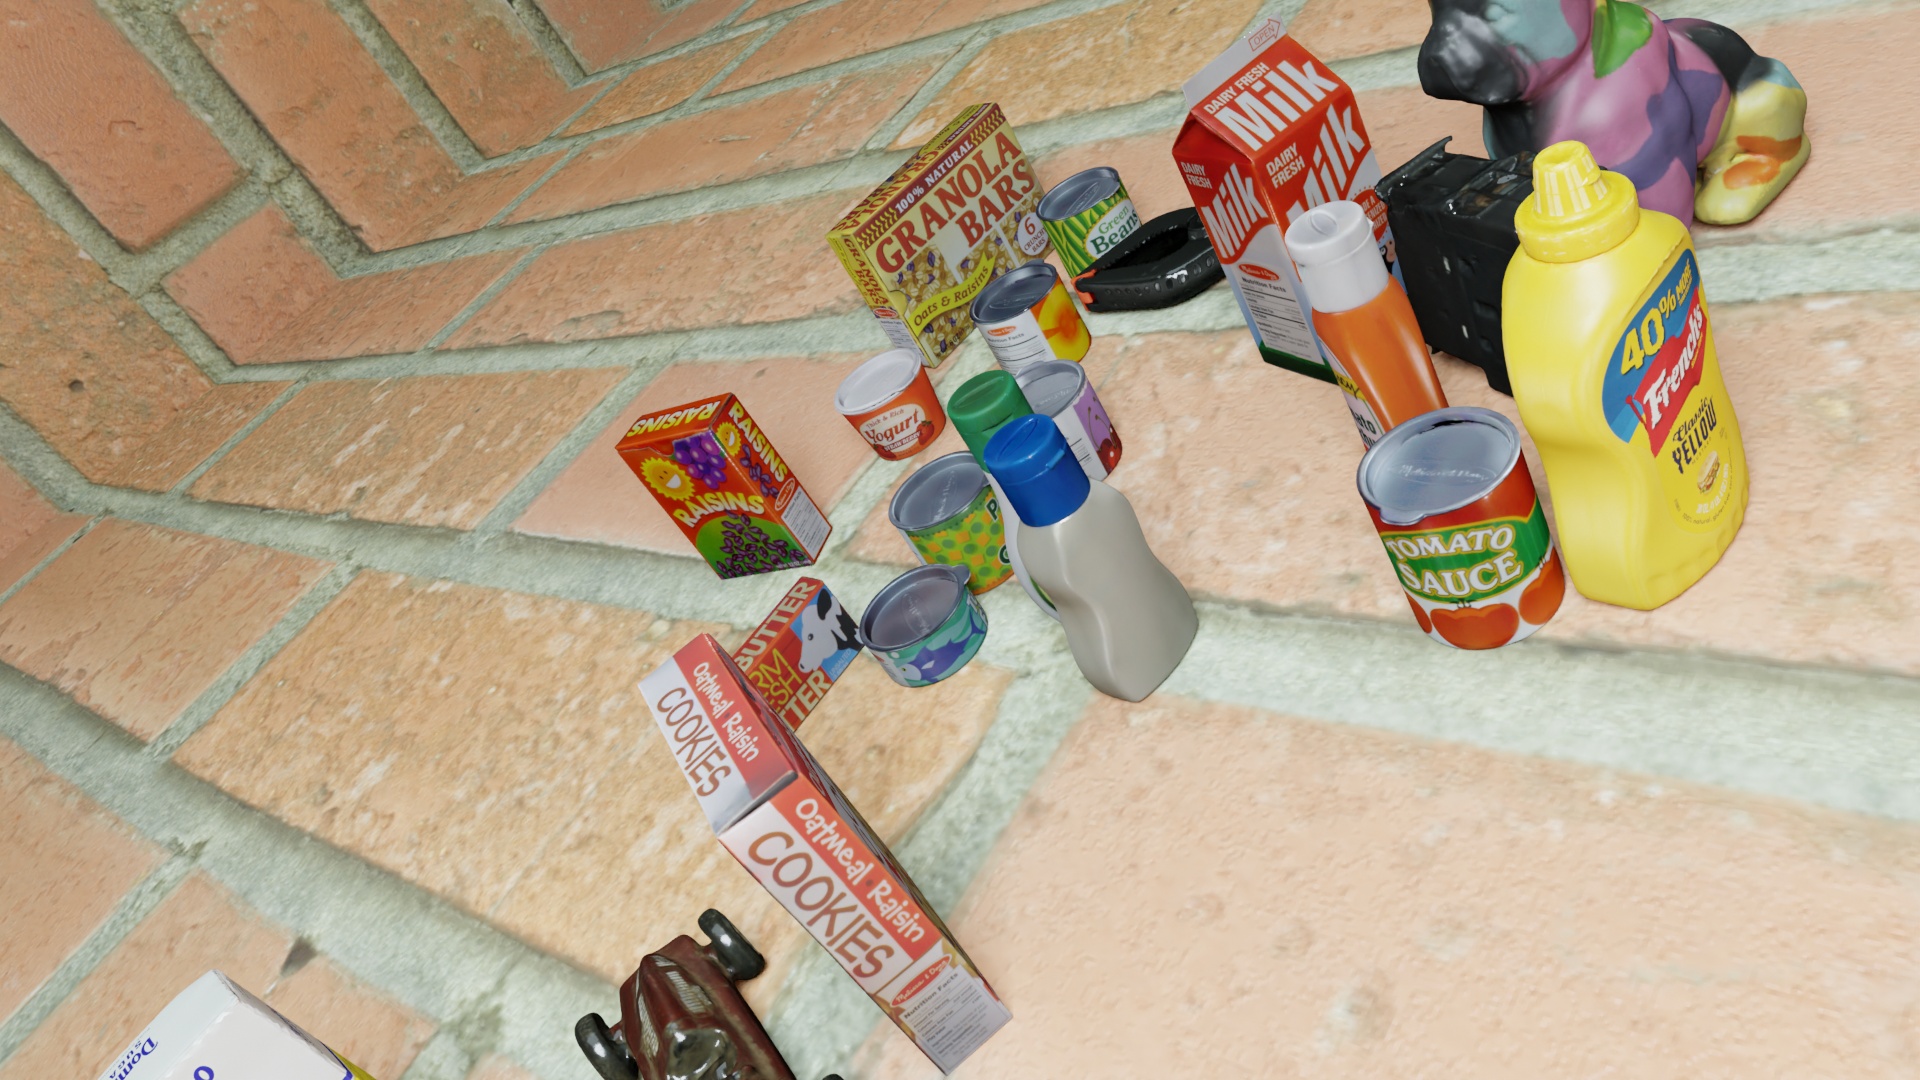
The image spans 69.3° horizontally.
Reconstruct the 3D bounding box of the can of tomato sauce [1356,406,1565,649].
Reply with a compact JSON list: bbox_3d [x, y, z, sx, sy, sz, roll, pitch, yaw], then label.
[{"bbox_3d":[0.213,-0.003,0.589,0.071,0.083,0.071,-23,34,16],"label":"can of tomato sauce"}]

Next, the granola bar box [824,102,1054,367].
[{"bbox_3d":[-0.006,-0.229,1.044,0.166,0.123,0.039,-48,35,-21],"label":"granola bar box"}]

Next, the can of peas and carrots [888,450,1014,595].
[{"bbox_3d":[0.003,-0.010,0.805,0.071,0.058,0.071,-23,34,16],"label":"can of peas and carrots"}]

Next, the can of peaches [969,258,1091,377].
[{"bbox_3d":[0.050,-0.149,0.950,0.071,0.058,0.071,-23,34,16],"label":"can of peaches"}]

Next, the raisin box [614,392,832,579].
[{"bbox_3d":[-0.154,-0.033,0.911,0.086,0.123,0.040,-9,40,34],"label":"raisin box"}]

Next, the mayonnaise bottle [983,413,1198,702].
[{"bbox_3d":[0.060,0.007,0.649,0.041,0.147,0.065,12,54,49],"label":"mayonnaise bottle"}]

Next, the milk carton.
[{"bbox_3d":[0.181,-0.184,0.758,0.072,0.190,0.073,-40,33,-11],"label":"milk carton"}]

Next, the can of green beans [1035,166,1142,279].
[{"bbox_3d":[0.097,-0.231,1.018,0.071,0.057,0.071,-23,34,16],"label":"can of green beans"}]

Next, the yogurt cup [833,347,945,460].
[{"bbox_3d":[-0.046,-0.092,0.962,0.072,0.053,0.073,-23,34,16],"label":"yogurt cup"}]

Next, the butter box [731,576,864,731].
[{"bbox_3d":[-0.101,0.075,0.787,0.024,0.053,0.104,8,50,47],"label":"butter box"}]

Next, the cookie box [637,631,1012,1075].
[{"bbox_3d":[-0.056,0.127,0.572,0.040,0.167,0.123,-39,32,-8],"label":"cookie box"}]

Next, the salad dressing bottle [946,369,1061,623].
[{"bbox_3d":[0.042,-0.018,0.698,0.064,0.147,0.044,-31,32,4],"label":"salad dressing bottle"}]

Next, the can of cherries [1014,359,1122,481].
[{"bbox_3d":[0.057,-0.067,0.835,0.071,0.058,0.072,-23,34,16],"label":"can of cherries"}]

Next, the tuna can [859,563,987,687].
[{"bbox_3d":[-0.018,0.046,0.773,0.071,0.032,0.071,-23,34,16],"label":"tuna can"}]

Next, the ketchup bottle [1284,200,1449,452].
[{"bbox_3d":[0.197,-0.090,0.658,0.043,0.148,0.065,-29,32,8],"label":"ketchup bottle"}]
